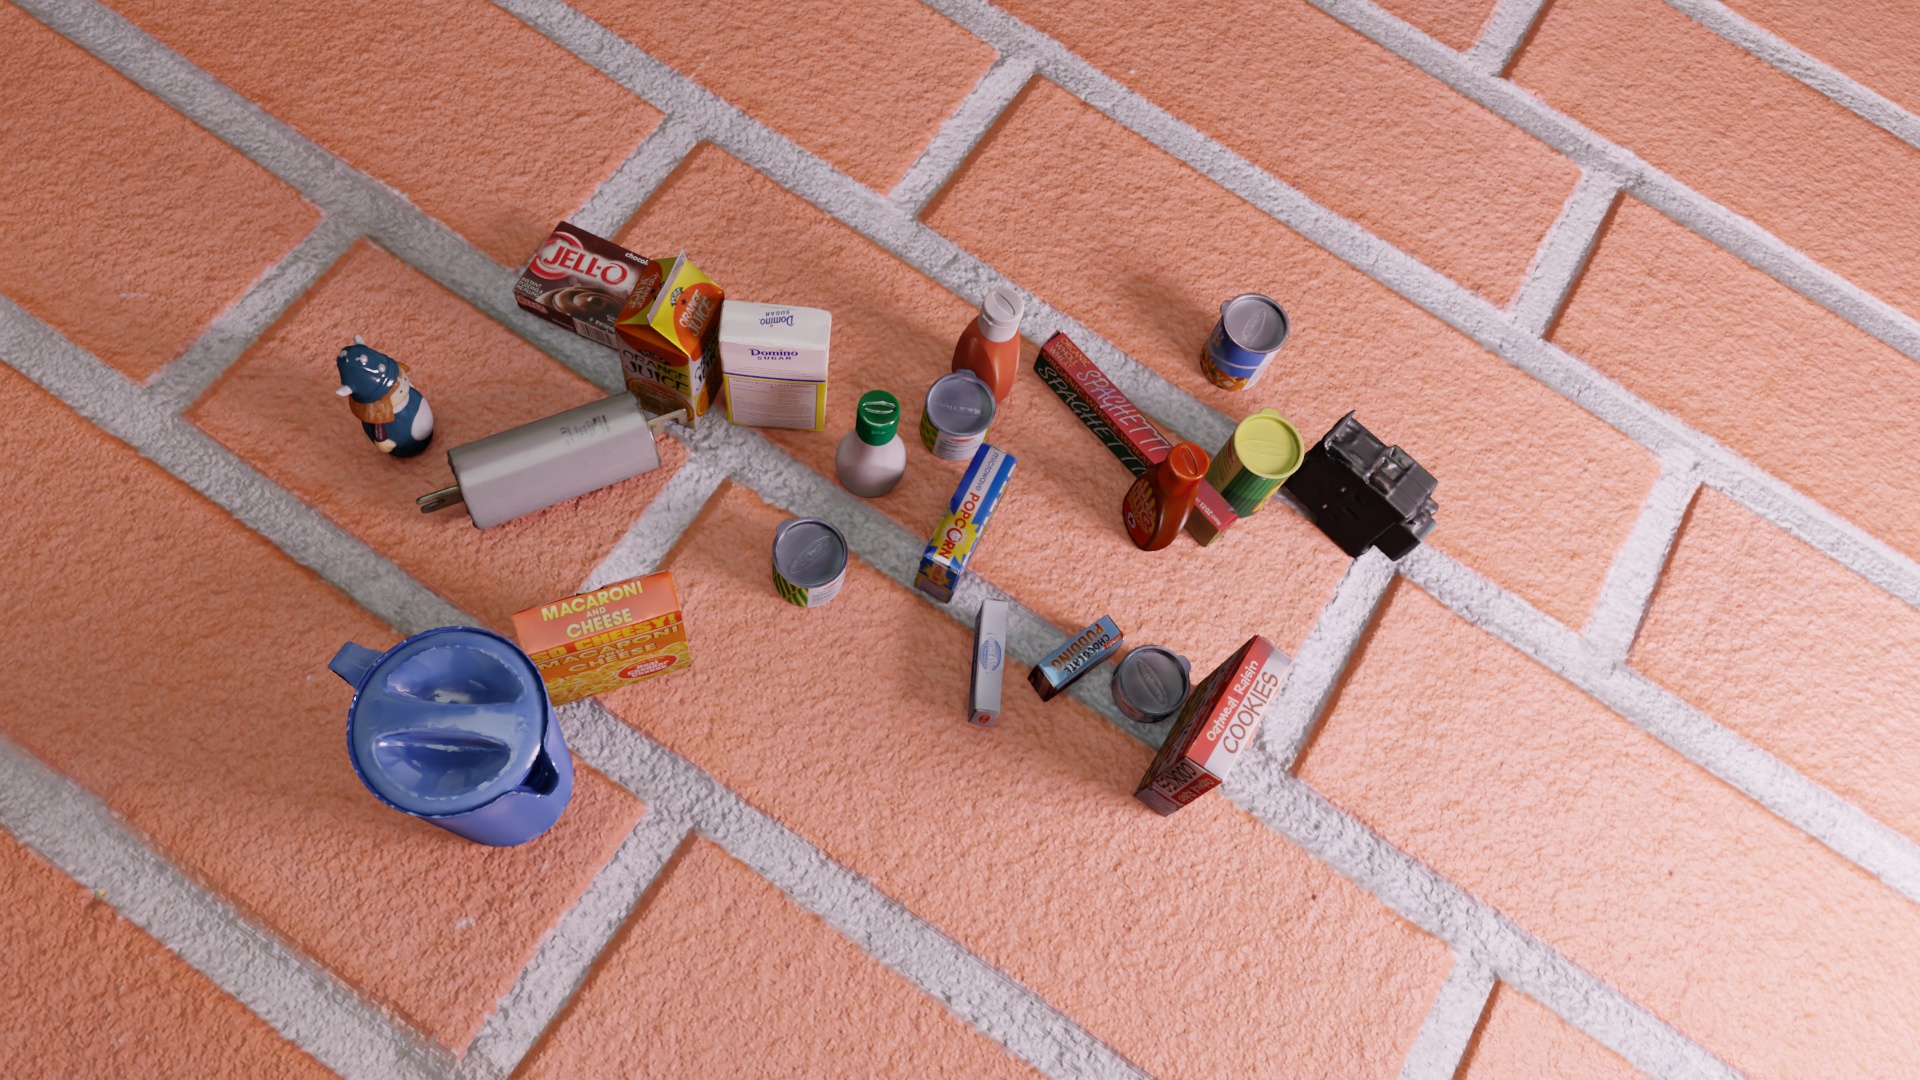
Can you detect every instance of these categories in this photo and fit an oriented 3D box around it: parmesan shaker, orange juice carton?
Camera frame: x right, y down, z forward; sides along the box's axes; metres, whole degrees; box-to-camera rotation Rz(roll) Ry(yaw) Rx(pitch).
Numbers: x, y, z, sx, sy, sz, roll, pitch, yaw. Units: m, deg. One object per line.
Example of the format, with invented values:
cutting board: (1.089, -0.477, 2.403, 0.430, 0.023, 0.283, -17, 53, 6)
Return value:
parmesan shaker: (0.273, -0.071, 1.304, 0.071, 0.102, 0.071, 3, 69, -7)
orange juice carton: (-0.253, -0.178, 1.222, 0.073, 0.192, 0.072, 22, 68, 1)

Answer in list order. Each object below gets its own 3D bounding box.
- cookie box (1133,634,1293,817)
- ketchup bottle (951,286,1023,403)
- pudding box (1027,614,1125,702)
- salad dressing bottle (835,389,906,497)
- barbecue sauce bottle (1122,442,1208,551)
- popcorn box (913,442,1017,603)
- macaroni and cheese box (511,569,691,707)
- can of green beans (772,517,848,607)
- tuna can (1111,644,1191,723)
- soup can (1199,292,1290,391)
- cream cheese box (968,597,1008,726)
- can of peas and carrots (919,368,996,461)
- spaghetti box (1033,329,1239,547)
cookie box: (0.209, 0.159, 1.171, 0.040, 0.166, 0.123, 33, 68, 5)
ketchup bottle: (0.028, -0.181, 1.287, 0.044, 0.148, 0.065, -37, 78, -19)
pudding box: (0.103, 0.105, 1.240, 0.084, 0.049, 0.030, -34, 77, -18)
salad dressing bottle: (-0.077, -0.085, 1.235, 0.064, 0.147, 0.044, 4, 69, -7)
barbecue sauce bottle: (0.186, -0.043, 1.256, 0.044, 0.148, 0.065, -14, 72, -13)
popcorn box: (0.004, -0.016, 1.254, 0.038, 0.085, 0.127, 26, 68, 2)
macaroni and cheese box: (-0.287, 0.081, 1.130, 0.124, 0.165, 0.040, -17, 73, -14)
can of green beans: (-0.134, 0.020, 1.234, 0.071, 0.057, 0.071, 3, 69, -7)
tuna can: (0.172, 0.128, 1.250, 0.071, 0.032, 0.071, 3, 69, -7)
soup can: (0.275, -0.195, 1.363, 0.071, 0.083, 0.071, 3, 69, -7)
cream cheese box: (0.024, 0.108, 1.225, 0.024, 0.053, 0.104, 7, 68, -5)
can of peas and carrots: (-0.003, -0.118, 1.306, 0.071, 0.058, 0.071, 3, 69, -7)
spaghetti box: (0.164, -0.098, 1.327, 0.029, 0.050, 0.250, -39, 79, -19)
